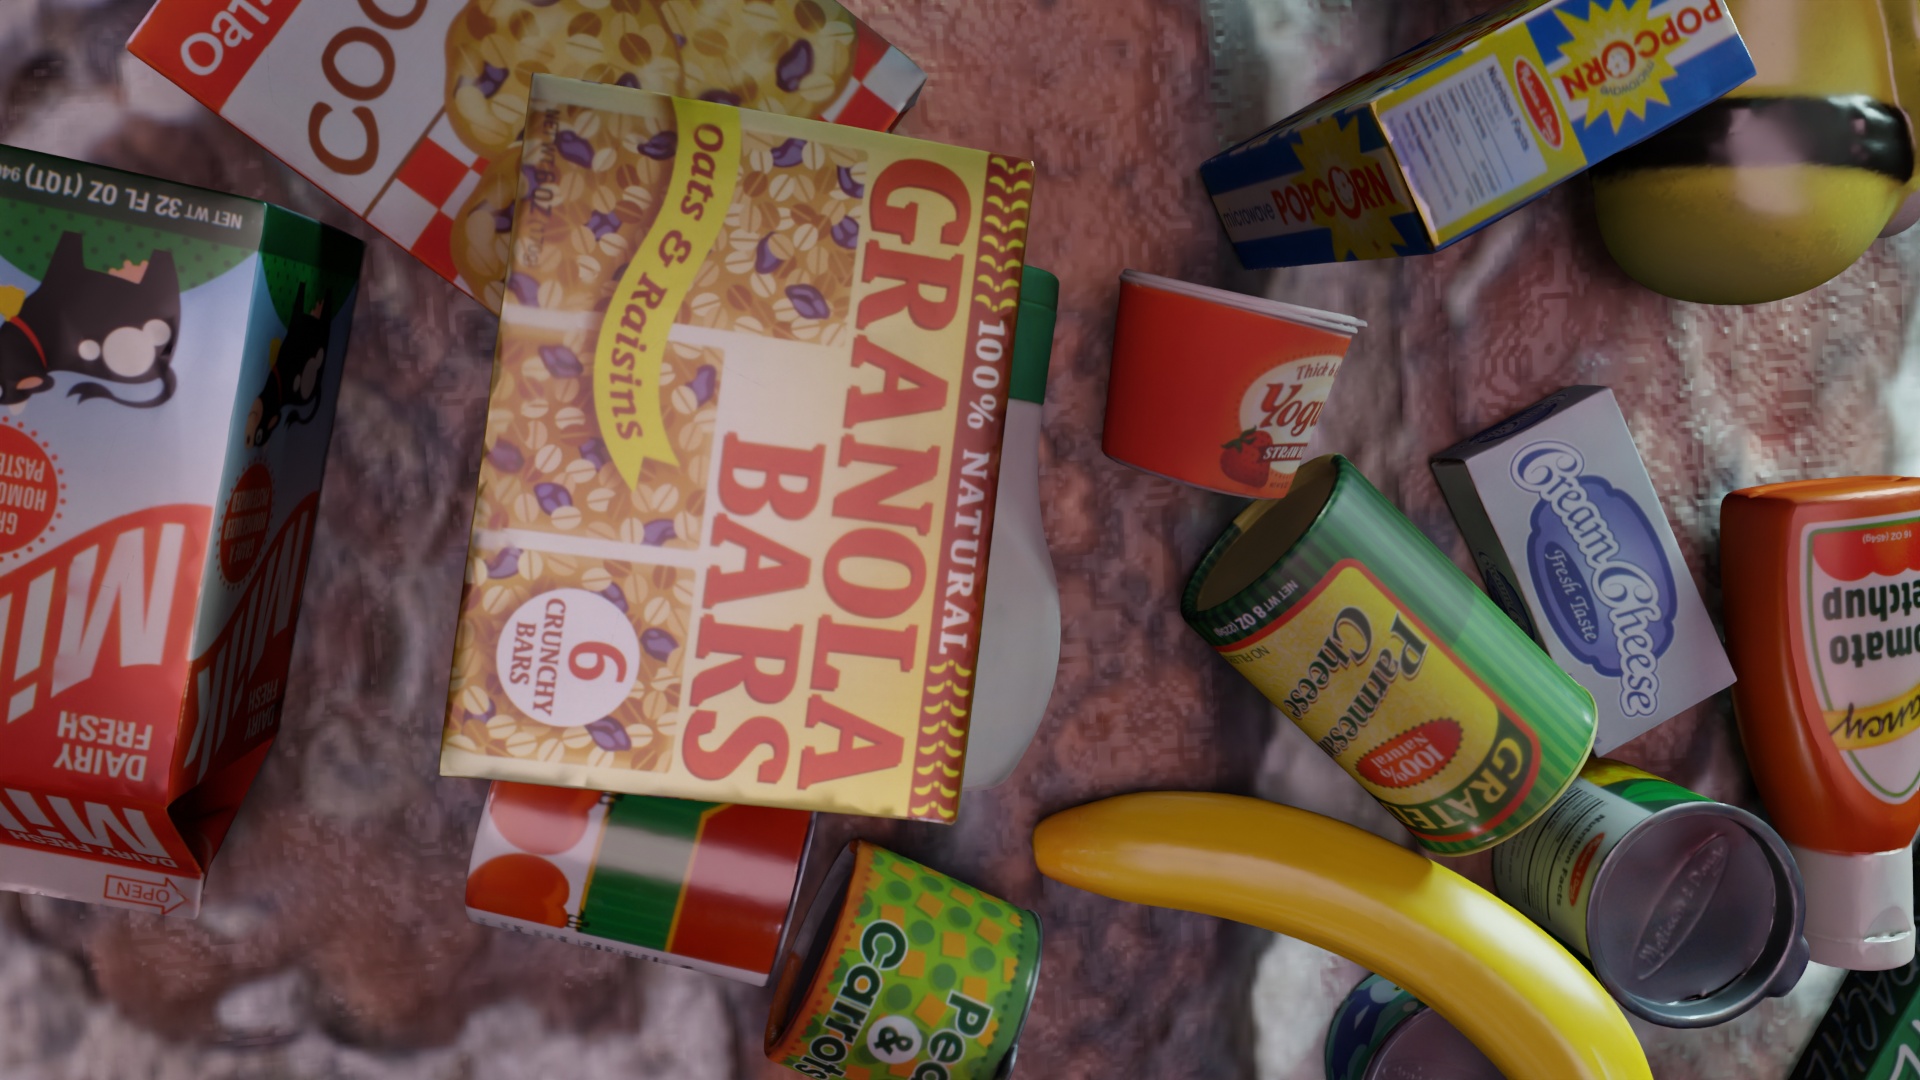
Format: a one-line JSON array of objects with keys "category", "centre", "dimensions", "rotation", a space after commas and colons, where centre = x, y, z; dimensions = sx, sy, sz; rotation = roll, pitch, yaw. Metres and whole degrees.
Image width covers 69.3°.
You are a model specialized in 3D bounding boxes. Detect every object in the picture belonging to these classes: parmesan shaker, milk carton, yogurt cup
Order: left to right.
[{"category": "milk carton", "centre": [-0.219, 0.003, 0.363], "dimensions": [0.072, 0.073, 0.190], "rotation": [12, 94, -7]}, {"category": "yogurt cup", "centre": [0.073, -0.044, 0.395], "dimensions": [0.072, 0.072, 0.053], "rotation": [12, 102, -7]}, {"category": "parmesan shaker", "centre": [0.121, 0.034, 0.405], "dimensions": [0.103, 0.071, 0.071], "rotation": [42, 90, -7]}]

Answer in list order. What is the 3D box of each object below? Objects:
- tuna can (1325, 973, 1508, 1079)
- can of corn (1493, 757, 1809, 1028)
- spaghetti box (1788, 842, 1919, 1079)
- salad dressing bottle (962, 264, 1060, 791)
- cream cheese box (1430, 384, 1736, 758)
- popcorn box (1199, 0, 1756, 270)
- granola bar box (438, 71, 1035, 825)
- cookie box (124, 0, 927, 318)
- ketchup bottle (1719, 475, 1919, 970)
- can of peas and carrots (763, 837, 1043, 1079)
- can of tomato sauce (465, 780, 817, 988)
[{"category": "tuna can", "centre": [0.151, 0.165, 0.433], "dimensions": [0.071, 0.033, 0.071], "rotation": [-1, 95, -6]}, {"category": "can of corn", "centre": [0.208, 0.105, 0.422], "dimensions": [0.071, 0.058, 0.071], "rotation": [0, 95, -6]}, {"category": "spaghetti box", "centre": [0.294, 0.195, 0.453], "dimensions": [0.050, 0.029, 0.250], "rotation": [28, 91, -8]}, {"category": "salad dressing bottle", "centre": [0.001, -0.005, 0.401], "dimensions": [0.064, 0.044, 0.147], "rotation": [8, 92, -4]}, {"category": "cream cheese box", "centre": [0.193, 0.009, 0.430], "dimensions": [0.053, 0.024, 0.103], "rotation": [-28, 97, -4]}, {"category": "popcorn box", "centre": [0.123, -0.108, 0.362], "dimensions": [0.085, 0.127, 0.038], "rotation": [-28, 102, -2]}, {"category": "granola bar box", "centre": [-0.053, -0.020, 0.348], "dimensions": [0.124, 0.039, 0.165], "rotation": [7, 88, -9]}, {"category": "cookie box", "centre": [-0.113, -0.128, 0.381], "dimensions": [0.167, 0.040, 0.123], "rotation": [36, 90, -8]}, {"category": "ketchup bottle", "centre": [0.273, 0.056, 0.432], "dimensions": [0.065, 0.043, 0.148], "rotation": [-6, 96, -10]}, {"category": "can of peas and carrots", "centre": [-0.017, 0.127, 0.394], "dimensions": [0.059, 0.071, 0.071], "rotation": [25, 92, -7]}, {"category": "can of tomato sauce", "centre": [-0.085, 0.080, 0.387], "dimensions": [0.083, 0.071, 0.071], "rotation": [14, 93, -6]}]
